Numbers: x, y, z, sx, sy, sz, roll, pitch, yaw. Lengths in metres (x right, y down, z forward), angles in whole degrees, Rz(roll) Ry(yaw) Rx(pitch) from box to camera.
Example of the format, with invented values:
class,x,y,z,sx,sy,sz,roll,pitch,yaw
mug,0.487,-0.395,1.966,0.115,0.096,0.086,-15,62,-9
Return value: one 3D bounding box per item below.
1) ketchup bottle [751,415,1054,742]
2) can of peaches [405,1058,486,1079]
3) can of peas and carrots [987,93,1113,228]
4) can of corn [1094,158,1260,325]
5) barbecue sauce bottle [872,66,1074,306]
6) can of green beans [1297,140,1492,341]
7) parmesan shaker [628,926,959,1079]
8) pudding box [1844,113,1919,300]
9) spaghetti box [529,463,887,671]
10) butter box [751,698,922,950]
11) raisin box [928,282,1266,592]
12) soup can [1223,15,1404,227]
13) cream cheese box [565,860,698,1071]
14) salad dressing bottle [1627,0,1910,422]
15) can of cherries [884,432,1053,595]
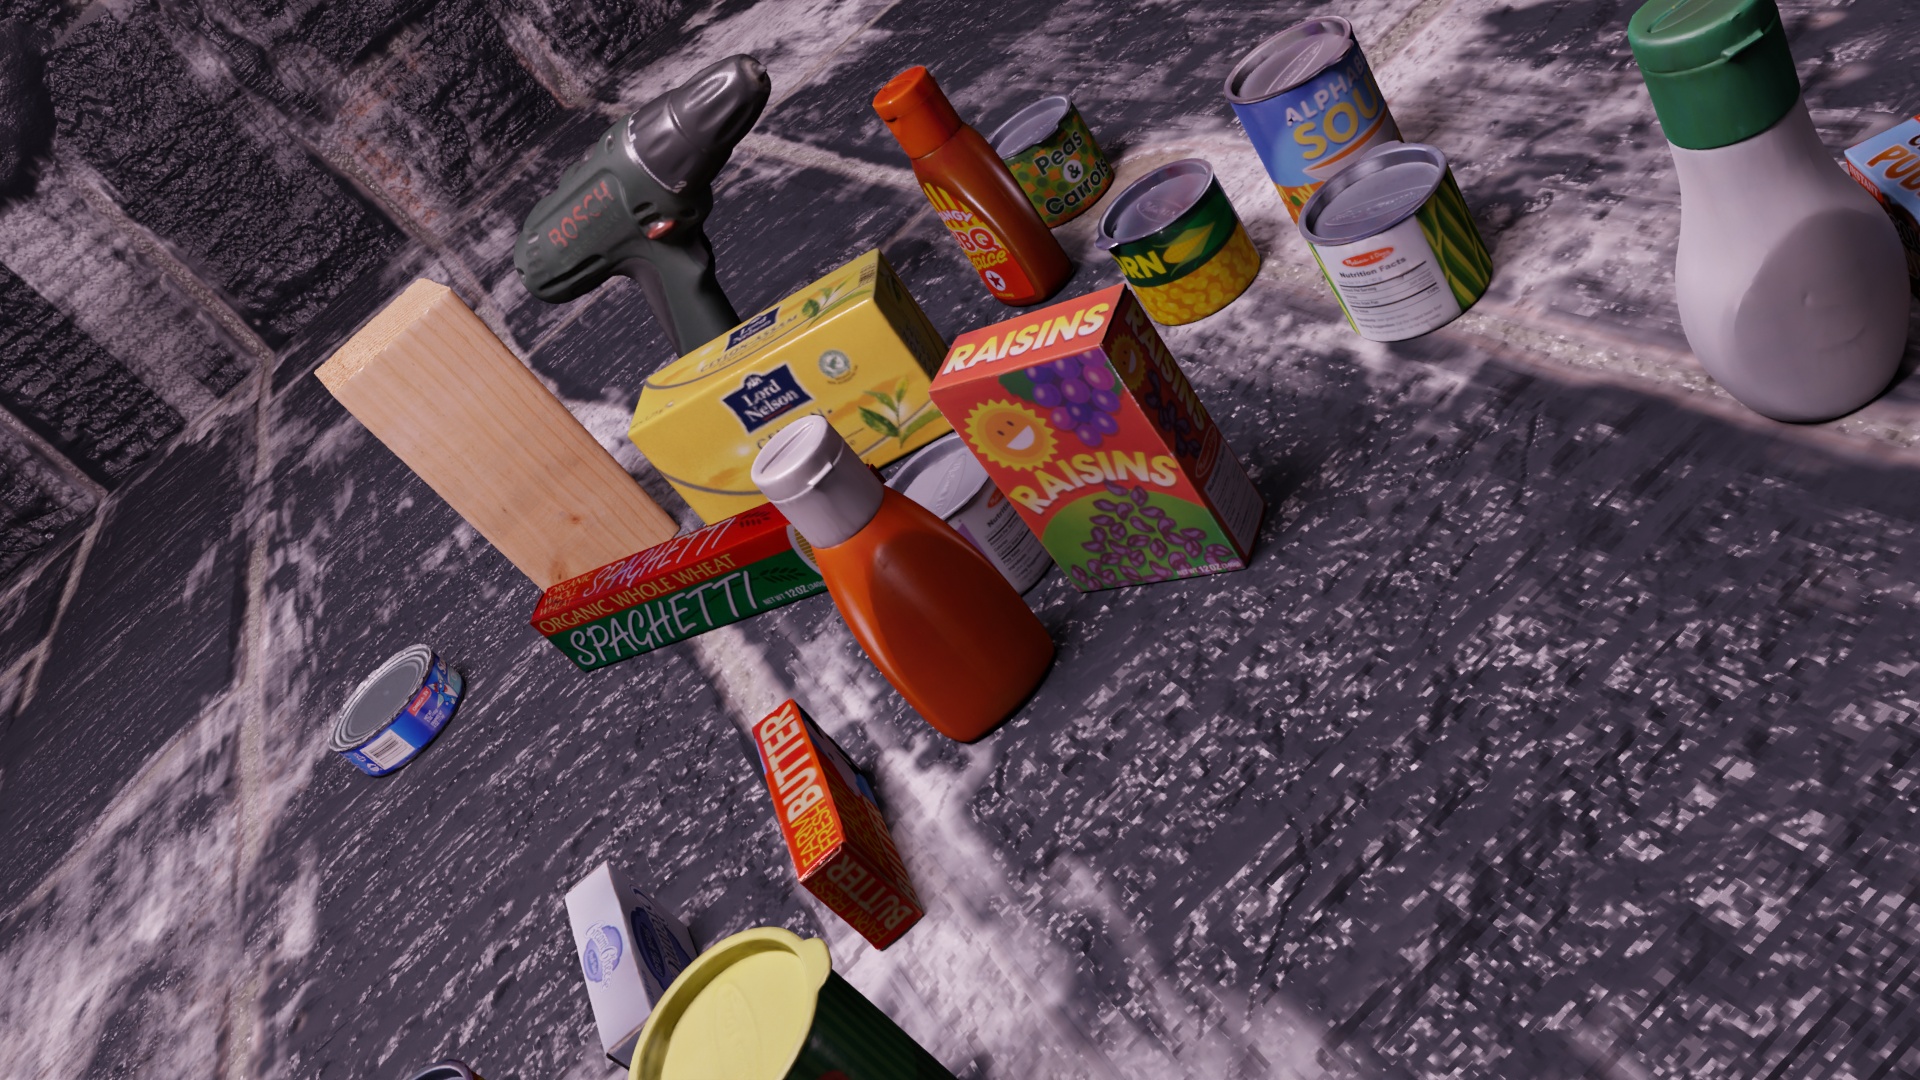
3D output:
class,x,y,z,sx,sy,sz,roll,pitch,yaw
ketchup bottle,-0.024,0.014,0.557,0.065,0.148,0.043,-46,31,-11
can of peaches,-0.188,0.241,0.521,0.071,0.058,0.071,-27,33,19
can of peas and carrots,0.058,-0.243,0.894,0.071,0.058,0.071,-27,33,19
can of corn,0.112,-0.152,0.719,0.071,0.058,0.071,-27,33,19
barbecue sauce bottle,0.006,-0.205,0.812,0.044,0.148,0.065,-49,32,-15
can of green beans,0.190,-0.130,0.607,0.071,0.057,0.071,-27,33,19
parmesan shaker,-0.037,0.169,0.412,0.071,0.103,0.072,-27,33,19
pudding box,0.317,-0.095,0.437,0.030,0.049,0.084,-26,33,21
spaghetti box,-0.136,0.020,0.763,0.249,0.050,0.029,-19,36,30
butter box,-0.051,0.110,0.553,0.024,0.053,0.104,-38,31,2
raisin box,0.057,-0.037,0.563,0.086,0.123,0.040,-10,41,39
soup can,0.181,-0.205,0.691,0.071,0.083,0.072,-27,33,19
cream cheese box,-0.122,0.174,0.544,0.024,0.053,0.104,-42,31,-4
salad dressing bottle,0.246,-0.102,0.426,0.064,0.147,0.044,-33,31,10
can of cherries,0.002,-0.008,0.646,0.071,0.058,0.072,-27,33,19
